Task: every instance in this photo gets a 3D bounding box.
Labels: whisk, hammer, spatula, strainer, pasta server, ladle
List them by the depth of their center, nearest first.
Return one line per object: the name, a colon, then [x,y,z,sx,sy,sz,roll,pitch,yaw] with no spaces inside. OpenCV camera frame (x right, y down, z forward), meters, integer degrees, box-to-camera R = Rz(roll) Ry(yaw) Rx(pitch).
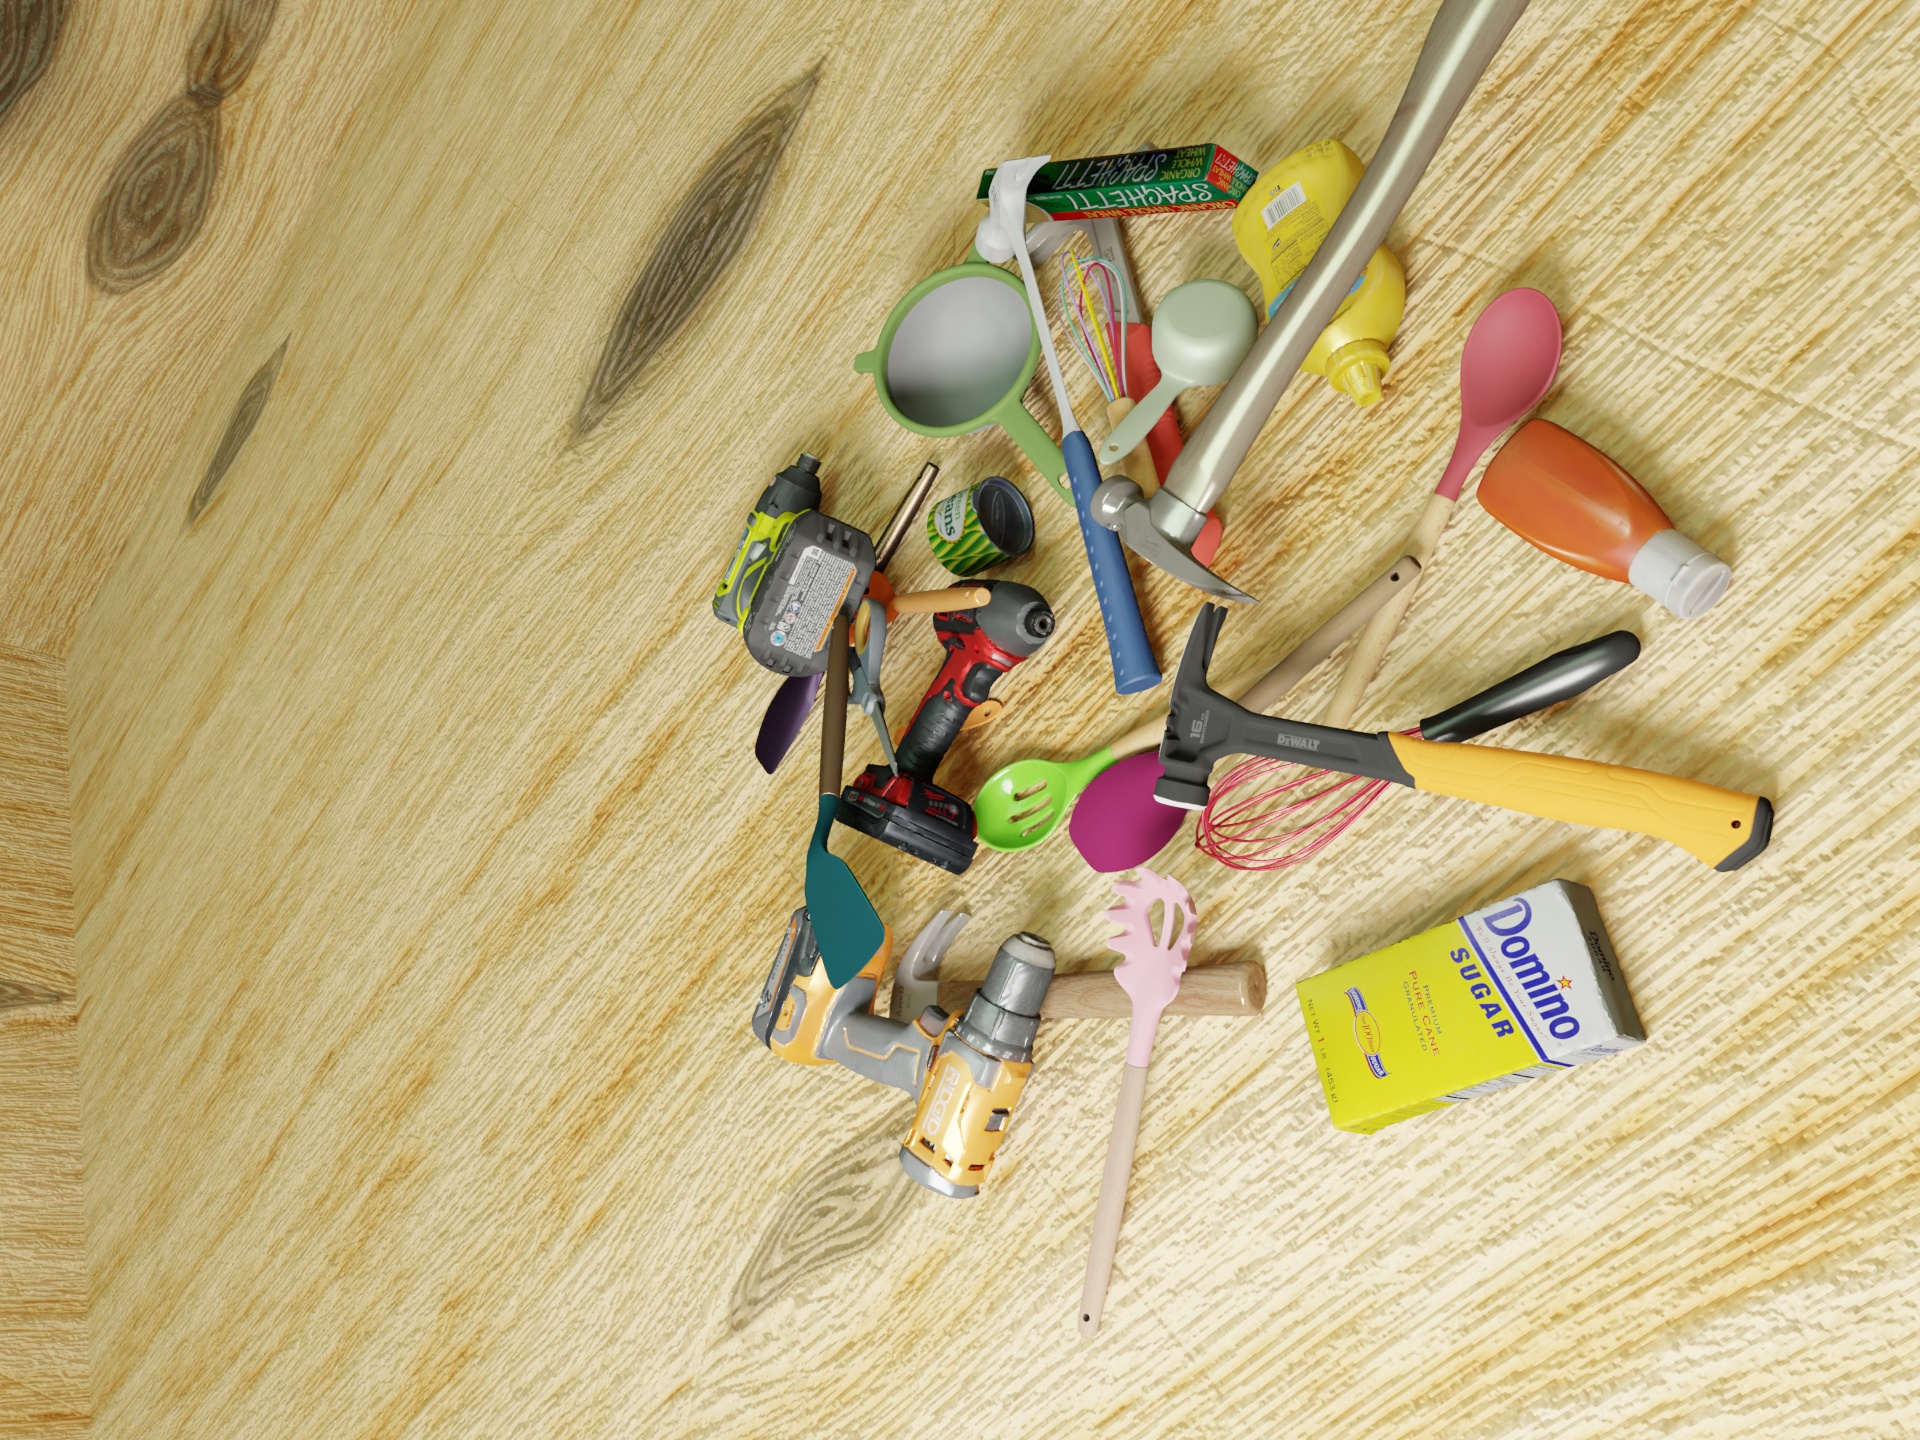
hammer: [0.273,0.018,0.896,0.337,0.034,0.127,12,91,32]
whisk: [0.264,0.019,0.954,0.296,0.073,0.073,-29,58,31]
ladle: [0.290,-0.115,0.991,0.069,0.031,0.315,35,105,49]
hammer: [0.235,-0.271,1.004,0.146,0.038,0.410,43,108,42]
pasta server: [0.106,0.249,1.027,0.060,0.040,0.316,13,97,31]
hammer: [0.070,0.191,1.119,0.331,0.031,0.130,-12,69,43]
hammer: [0.080,-0.218,1.159,0.144,0.035,0.406,116,141,-75]
whisk: [0.114,-0.245,1.159,0.047,0.051,0.245,113,148,-61]
spatula: [-0.087,0.043,1.184,0.082,0.044,0.318,-50,30,42]
hammer: [0.127,-0.264,1.202,0.149,0.036,0.359,-31,56,36]
spatula: [-0.047,-0.094,1.259,0.323,0.041,0.081,-174,95,-70]
strainer: [0.037,-0.254,1.281,0.151,0.069,0.257,-42,64,11]
spatula: [-0.104,-0.090,1.400,0.316,0.018,0.060,-58,42,17]

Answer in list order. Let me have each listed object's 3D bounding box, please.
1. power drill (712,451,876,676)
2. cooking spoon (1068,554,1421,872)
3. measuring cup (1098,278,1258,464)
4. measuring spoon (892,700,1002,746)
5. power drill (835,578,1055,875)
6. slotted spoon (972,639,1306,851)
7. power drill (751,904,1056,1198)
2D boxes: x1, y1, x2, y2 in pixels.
power drill: [-0.149,-0.139,1.387,0.171,0.080,0.223,-64,23,11]
cooking spoon: [0.181,-0.001,1.051,0.318,0.017,0.069,-45,72,31]
measuring cup: [0.146,-0.246,1.114,0.083,0.038,0.167,31,69,23]
measuring spoon: [-0.010,0.004,1.280,0.117,0.011,0.021,-16,61,39]
power drill: [-0.002,-0.004,1.194,0.143,0.078,0.220,13,77,64]
slotted spoon: [0.131,0.014,1.117,0.313,0.031,0.070,-31,57,34]
power drill: [-0.036,0.207,1.144,0.226,0.084,0.185,27,97,42]
